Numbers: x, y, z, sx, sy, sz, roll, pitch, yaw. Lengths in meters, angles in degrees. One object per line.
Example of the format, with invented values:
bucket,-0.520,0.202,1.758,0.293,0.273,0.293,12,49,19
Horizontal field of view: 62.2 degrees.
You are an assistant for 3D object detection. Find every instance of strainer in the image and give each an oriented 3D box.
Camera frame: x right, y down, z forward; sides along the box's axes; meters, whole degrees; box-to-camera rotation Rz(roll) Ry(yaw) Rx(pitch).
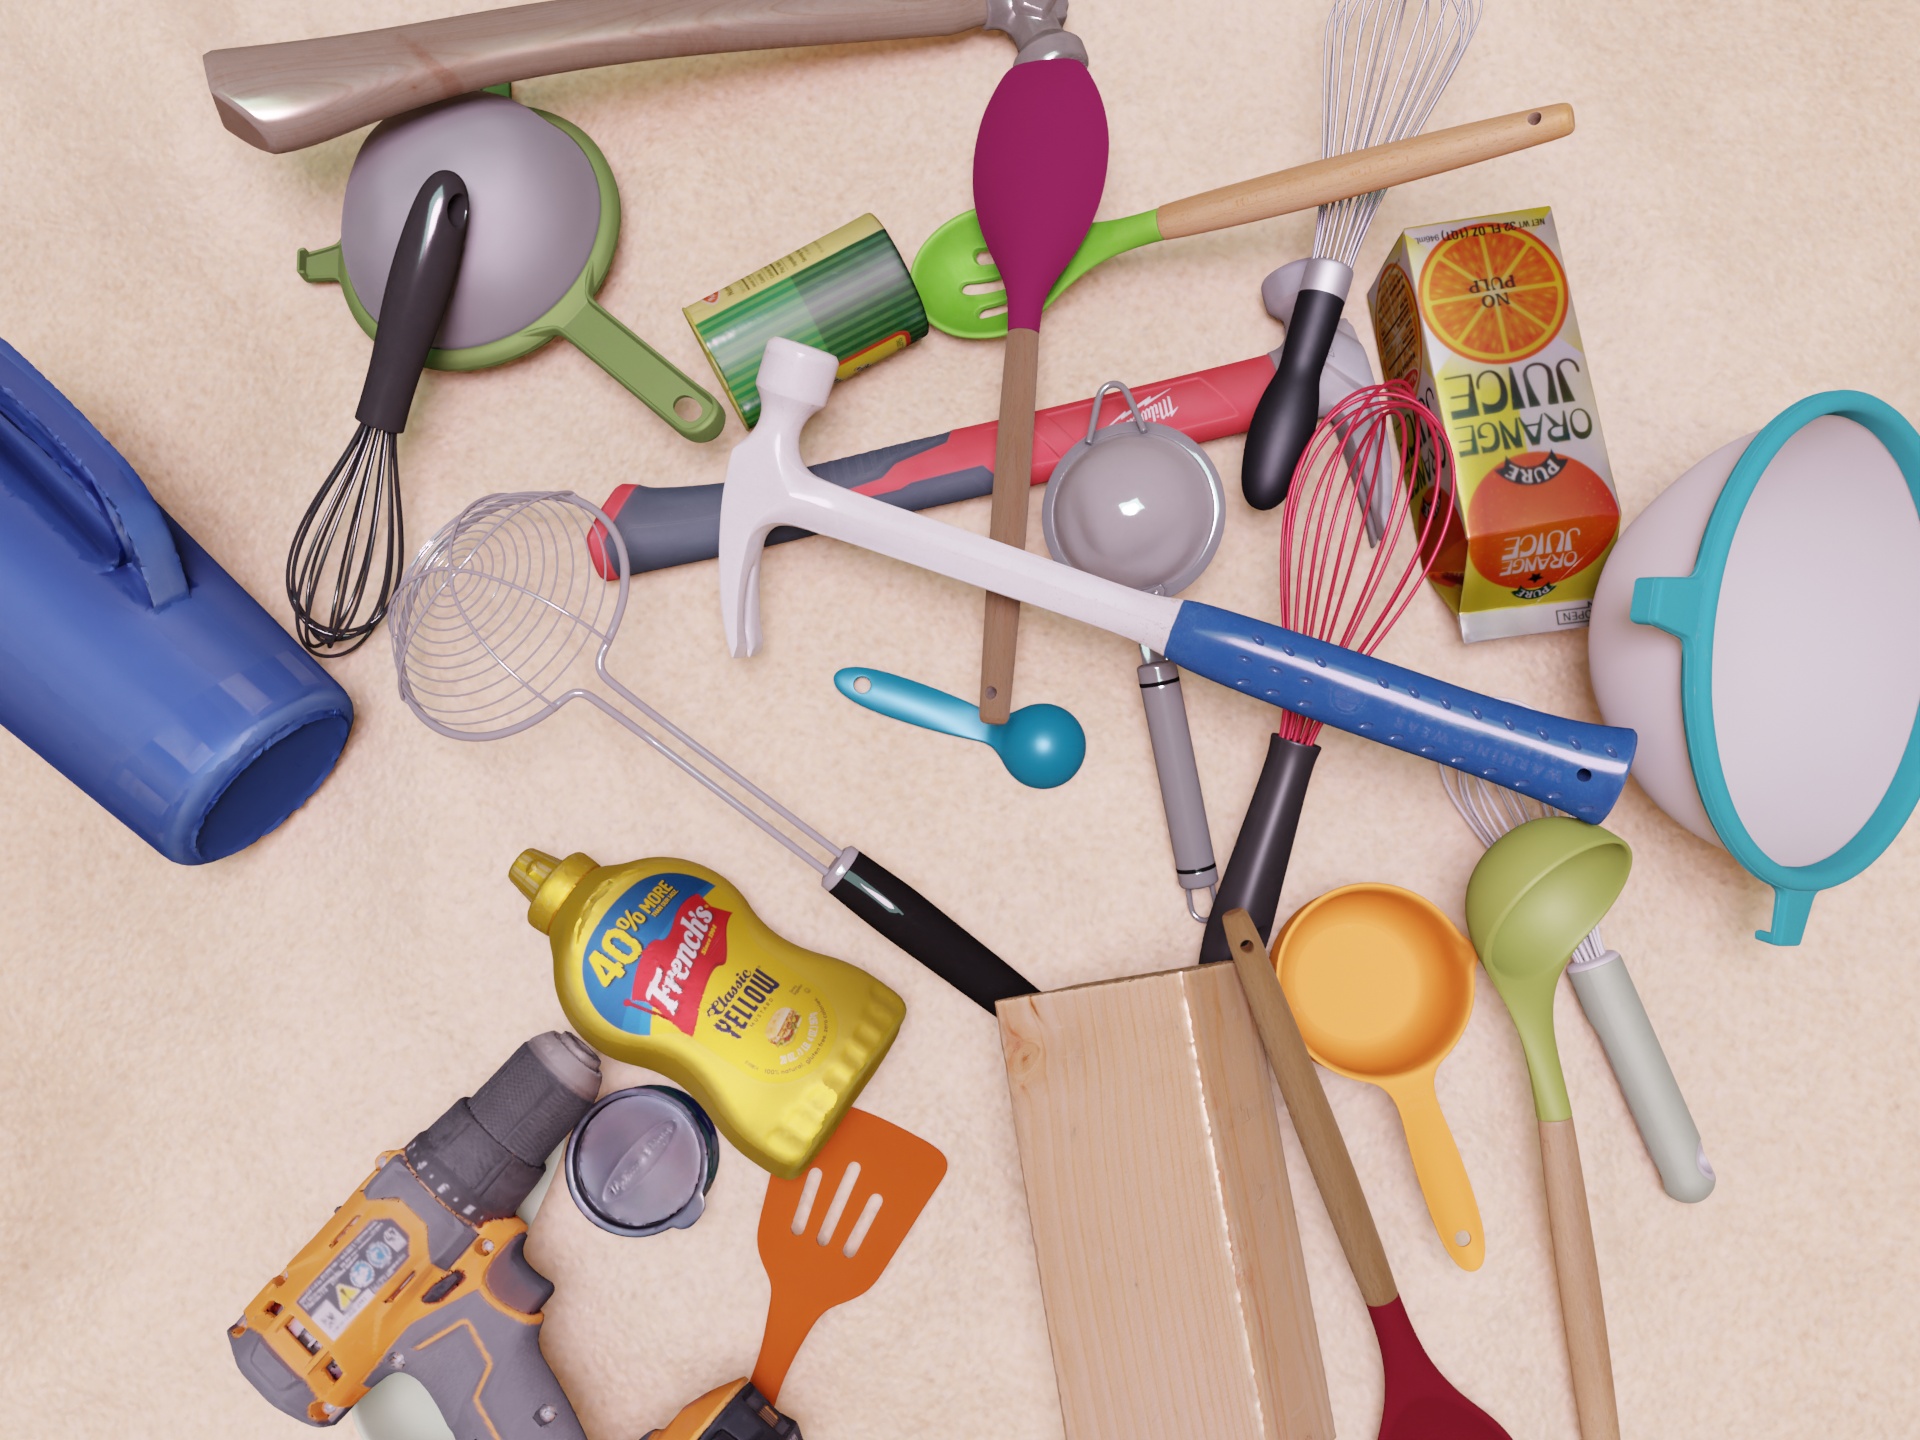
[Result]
strainer,0.091,-0.030,0.737,0.087,0.050,0.258,-10,97,18
strainer,0.387,-0.076,0.728,0.340,0.095,0.210,-44,117,-24
strainer,-0.211,-0.221,0.762,0.256,0.069,0.151,40,84,19

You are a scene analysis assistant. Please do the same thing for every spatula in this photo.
spatula,-0.100,0.334,0.719,0.081,0.041,0.322,21,87,6

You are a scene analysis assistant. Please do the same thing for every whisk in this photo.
whisk,0.180,-0.234,0.739,0.070,0.070,0.284,16,90,4
whisk,0.287,0.104,0.732,0.059,0.057,0.246,-26,83,33
whisk,-0.270,-0.140,0.750,0.055,0.055,0.239,22,104,5
whisk,0.159,-0.009,0.723,0.073,0.073,0.296,16,97,4

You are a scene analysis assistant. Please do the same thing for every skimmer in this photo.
skimmer,-0.107,0.029,0.748,0.363,0.090,0.127,38,85,-8

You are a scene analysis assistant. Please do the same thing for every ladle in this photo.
ladle,0.174,0.229,0.693,0.069,0.031,0.315,-21,93,1
ladle,0.270,0.199,0.686,0.078,0.062,0.320,-10,93,-28

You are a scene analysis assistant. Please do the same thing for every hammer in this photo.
hammer,0.013,-0.112,0.775,0.386,0.038,0.143,-14,83,0
hammer,-0.146,-0.343,0.766,0.410,0.038,0.146,-16,79,-16
hammer,0.080,-0.038,0.691,0.405,0.035,0.144,20,101,11

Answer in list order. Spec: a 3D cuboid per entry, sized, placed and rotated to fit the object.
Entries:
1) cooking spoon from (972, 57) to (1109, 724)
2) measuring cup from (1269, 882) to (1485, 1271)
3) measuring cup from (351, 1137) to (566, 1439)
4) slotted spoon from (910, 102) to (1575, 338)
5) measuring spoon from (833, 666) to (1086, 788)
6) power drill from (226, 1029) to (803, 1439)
cooking spoon,0.028,-0.157,0.746,0.069,0.017,0.319,3,86,22
measuring cup,0.197,0.159,0.720,0.095,0.052,0.174,-18,83,-1
measuring cup,-0.215,0.256,0.729,0.083,0.038,0.168,22,79,3
slotted spoon,0.117,-0.233,0.733,0.314,0.031,0.070,-6,80,30
measuring spoon,-0.001,-0.002,0.766,0.128,0.021,0.042,18,82,4
power drill,-0.167,0.261,0.671,0.226,0.084,0.185,40,80,11
